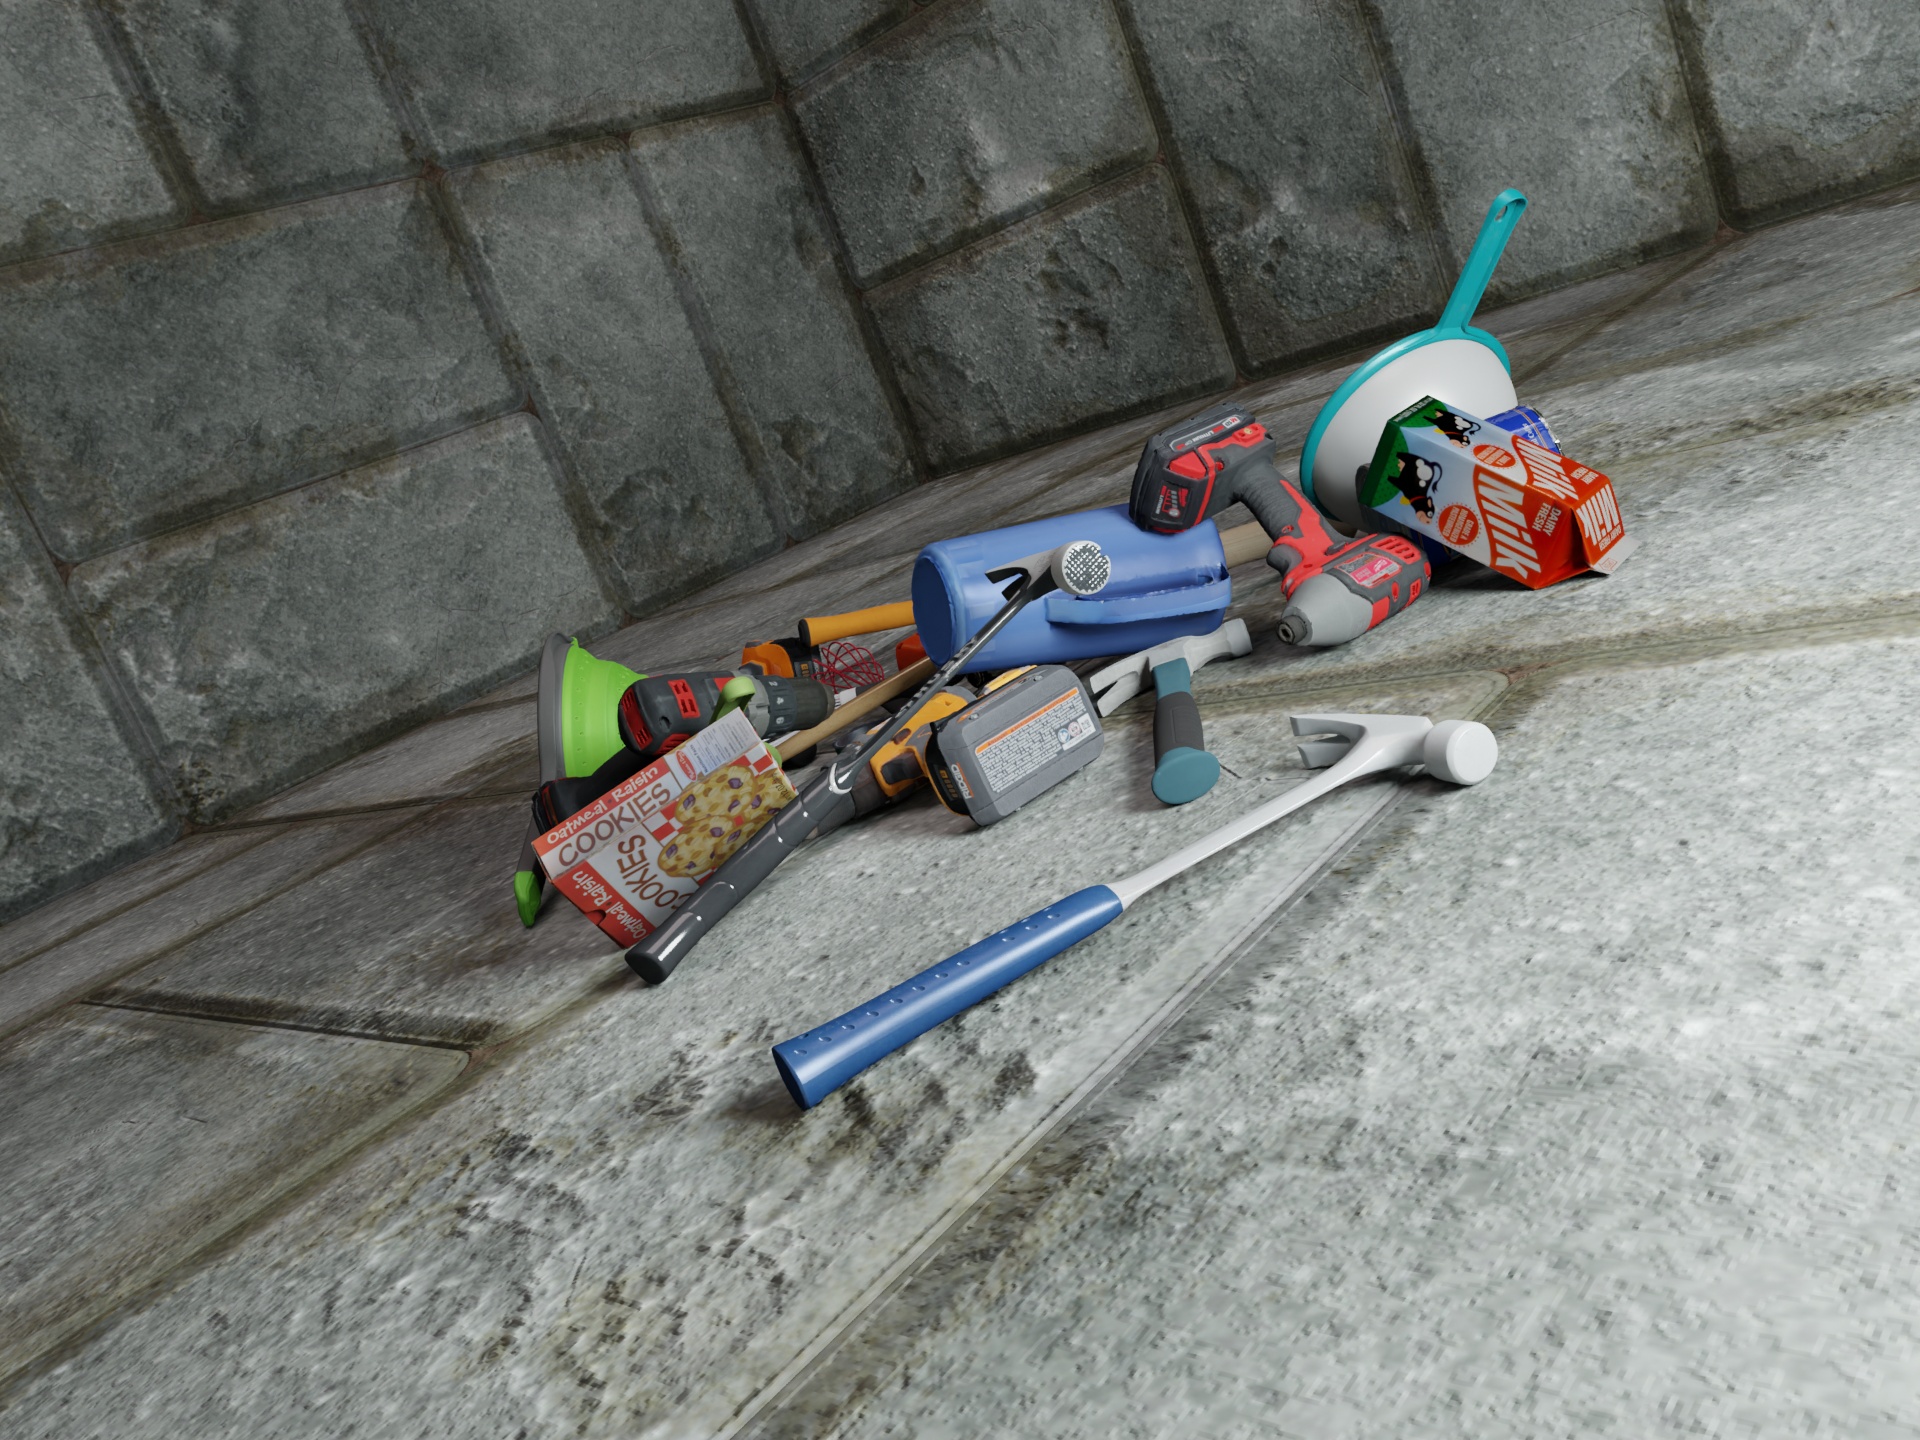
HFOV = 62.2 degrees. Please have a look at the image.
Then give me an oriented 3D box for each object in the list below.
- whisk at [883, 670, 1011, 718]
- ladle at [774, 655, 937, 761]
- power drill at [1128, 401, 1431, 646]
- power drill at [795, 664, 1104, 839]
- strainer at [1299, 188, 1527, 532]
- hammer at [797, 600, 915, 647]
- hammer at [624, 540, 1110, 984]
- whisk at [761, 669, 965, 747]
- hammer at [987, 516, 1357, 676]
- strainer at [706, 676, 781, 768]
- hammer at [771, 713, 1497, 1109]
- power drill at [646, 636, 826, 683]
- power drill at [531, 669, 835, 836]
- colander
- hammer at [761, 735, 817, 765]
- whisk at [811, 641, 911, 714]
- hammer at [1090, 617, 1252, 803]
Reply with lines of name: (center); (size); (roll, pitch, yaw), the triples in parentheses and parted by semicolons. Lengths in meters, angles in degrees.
whisk: (-0.003, -0.005, 1.360); (0.055, 0.055, 0.239); (-31, 12, -35)
ladle: (-0.147, 0.008, 1.393); (0.320, 0.062, 0.078); (-31, -3, 6)
power drill: (0.240, -0.143, 1.231); (0.143, 0.220, 0.078); (-29, -30, -29)
power drill: (-0.023, 0.031, 1.173); (0.185, 0.084, 0.226); (-31, 12, -27)
strainer: (0.421, -0.274, 1.347); (0.211, 0.340, 0.095); (-11, 52, -21)
hammer: (-0.009, -0.122, 1.718); (0.337, 0.034, 0.127); (-12, 10, -16)
hammer: (-0.070, 0.024, 1.076); (0.409, 0.036, 0.149); (-44, 15, -10)
whisk: (-0.130, -0.007, 1.451); (0.284, 0.070, 0.070); (-16, 13, 6)
hammer: (0.190, -0.145, 1.456); (0.410, 0.146, 0.038); (-21, -8, -20)
strainer: (-0.179, 0.057, 1.178); (0.151, 0.069, 0.256); (-17, -21, -29)
hammer: (0.086, 0.090, 0.843); (0.405, 0.035, 0.144); (-26, 14, -19)
power drill: (-0.263, -0.034, 1.726); (0.226, 0.084, 0.164); (-14, 8, -31)
power drill: (-0.221, 0.033, 1.273); (0.187, 0.080, 0.226); (-7, -27, -46)
colander: (-0.336, 0.055, 1.469); (0.094, 0.204, 0.397); (-3, 31, -3)
hammer: (-0.258, 0.041, 1.607); (0.146, 0.035, 0.335); (-31, 16, -39)
whisk: (-0.085, -0.030, 1.569); (0.073, 0.073, 0.296); (-25, 19, -17)
hammer: (0.155, -0.008, 1.138); (0.128, 0.033, 0.331); (-18, 13, 11)
